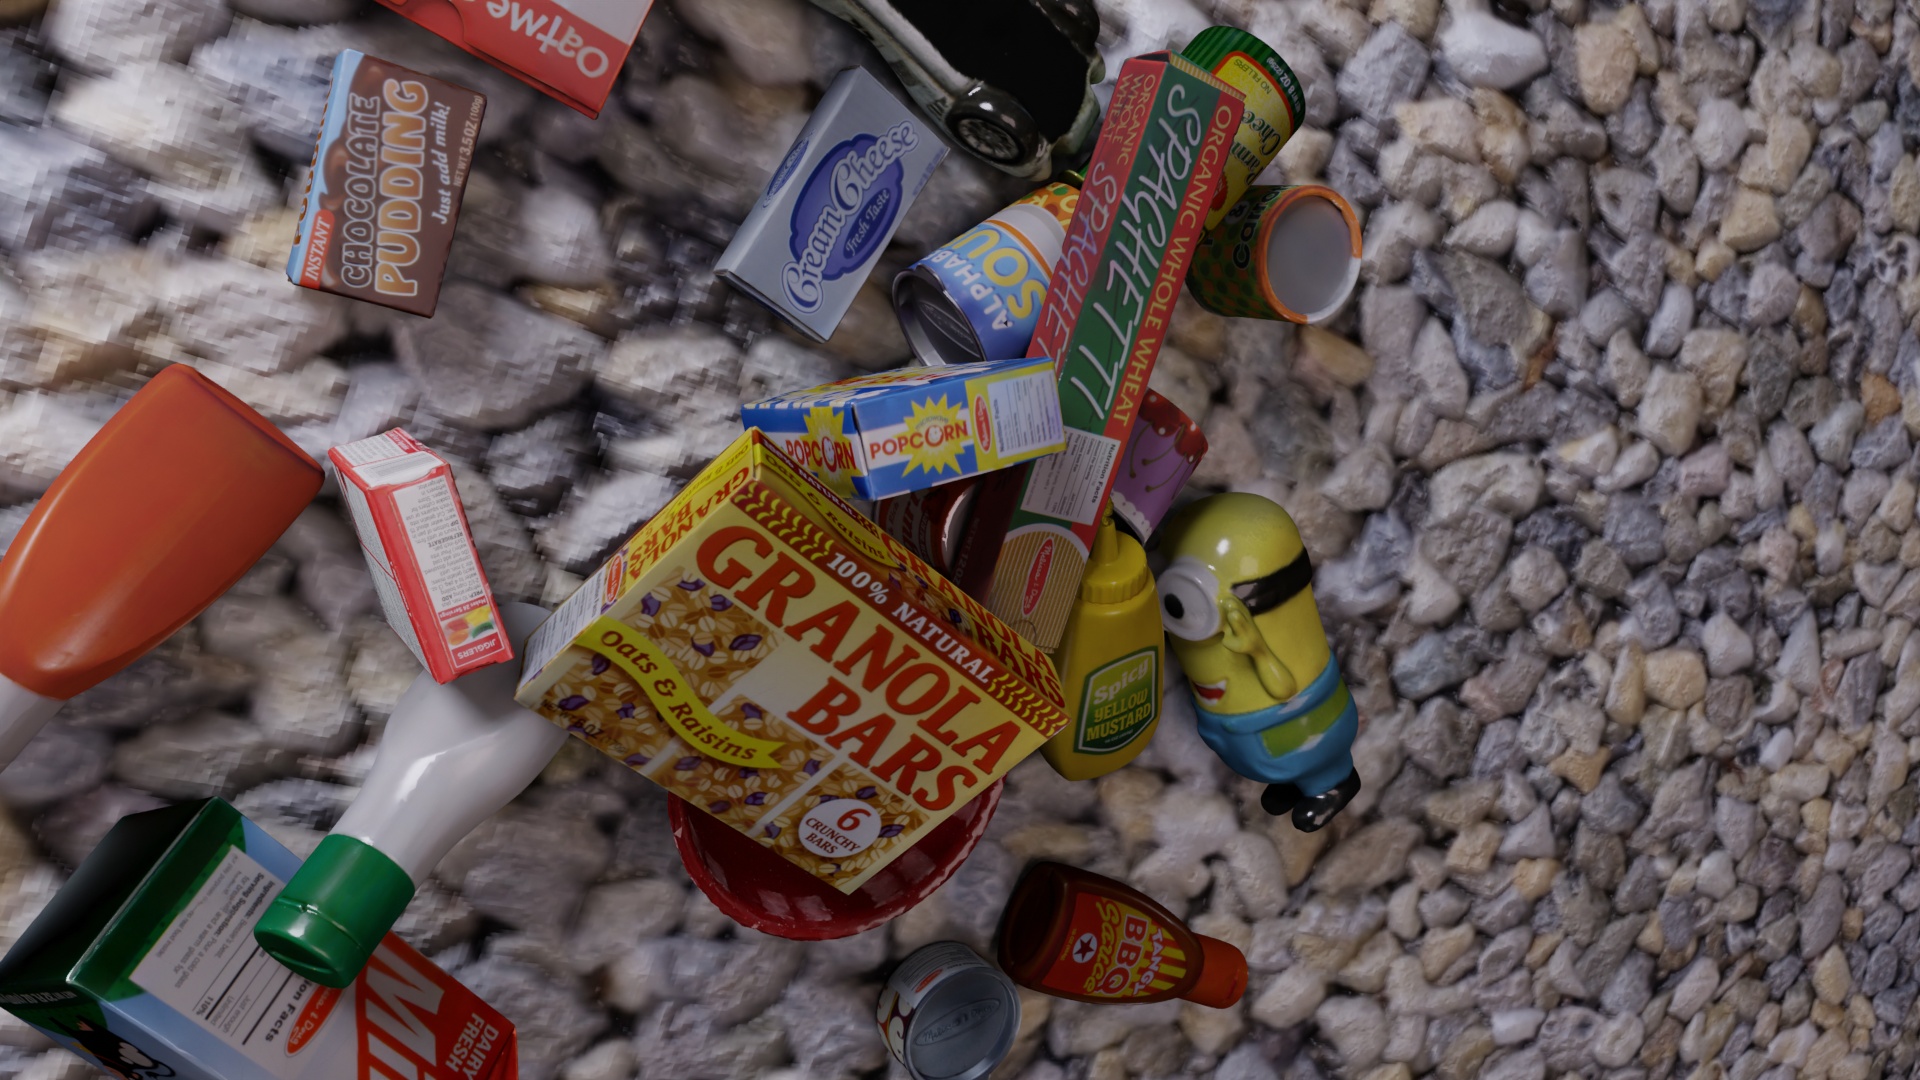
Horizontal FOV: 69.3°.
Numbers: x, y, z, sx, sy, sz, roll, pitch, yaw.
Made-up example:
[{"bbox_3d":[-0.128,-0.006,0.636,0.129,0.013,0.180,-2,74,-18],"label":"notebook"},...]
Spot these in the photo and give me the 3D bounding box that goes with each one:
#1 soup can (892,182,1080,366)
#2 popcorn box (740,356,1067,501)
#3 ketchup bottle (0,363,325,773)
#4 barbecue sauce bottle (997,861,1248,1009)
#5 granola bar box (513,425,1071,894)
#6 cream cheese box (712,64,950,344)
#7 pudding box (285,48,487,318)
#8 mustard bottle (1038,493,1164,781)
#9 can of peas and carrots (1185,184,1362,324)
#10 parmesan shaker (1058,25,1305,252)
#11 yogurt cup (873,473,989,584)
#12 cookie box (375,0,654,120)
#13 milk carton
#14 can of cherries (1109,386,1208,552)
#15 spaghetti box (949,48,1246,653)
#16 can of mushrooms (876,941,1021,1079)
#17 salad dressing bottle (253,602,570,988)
[{"bbox_3d":[0.023,-0.110,0.606,0.084,0.071,0.071,-36,117,-19],"label":"soup can"},{"bbox_3d":[-0.027,-0.046,0.558,0.085,0.126,0.038,-15,101,-26],"label":"popcorn box"},{"bbox_3d":[-0.290,0.014,0.468,0.149,0.043,0.064,-51,120,-10],"label":"ketchup bottle"},{"bbox_3d":[0.091,0.218,0.739,0.148,0.044,0.065,25,86,-33],"label":"barbecue sauce bottle"},{"bbox_3d":[-0.059,0.051,0.520,0.124,0.039,0.165,-41,122,16],"label":"granola bar box"},{"bbox_3d":[-0.053,-0.139,0.581,0.053,0.024,0.104,35,83,-31],"label":"cream cheese box"},{"bbox_3d":[-0.204,-0.126,0.493,0.050,0.030,0.083,13,95,-31],"label":"pudding box"},{"bbox_3d":[0.063,0.044,0.648,0.065,0.049,0.159,-21,134,-20],"label":"mustard bottle"},{"bbox_3d":[0.151,-0.142,0.679,0.071,0.059,0.070,-8,105,-29],"label":"can of peas and carrots"},{"bbox_3d":[0.101,-0.178,0.637,0.103,0.071,0.071,-50,121,-11],"label":"parmesan shaker"},{"bbox_3d":[0.002,-0.008,0.627,0.072,0.054,0.072,-8,106,-29],"label":"yogurt cup"},{"bbox_3d":[-0.142,-0.248,0.463,0.123,0.040,0.167,25,104,-25],"label":"cookie box"},{"bbox_3d":[-0.238,0.182,0.507,0.190,0.072,0.074,52,40,-28],"label":"milk carton"},{"bbox_3d":[0.076,-0.037,0.656,0.071,0.071,0.058,40,79,-31],"label":"can of cherries"},{"bbox_3d":[0.055,-0.074,0.581,0.050,0.029,0.249,12,100,-37],"label":"spaghetti box"},{"bbox_3d":[-0.006,0.239,0.693,0.071,0.033,0.071,-8,105,-29],"label":"can of mushrooms"},{"bbox_3d":[-0.191,0.088,0.503,0.148,0.064,0.043,-62,150,-41],"label":"salad dressing bottle"}]
